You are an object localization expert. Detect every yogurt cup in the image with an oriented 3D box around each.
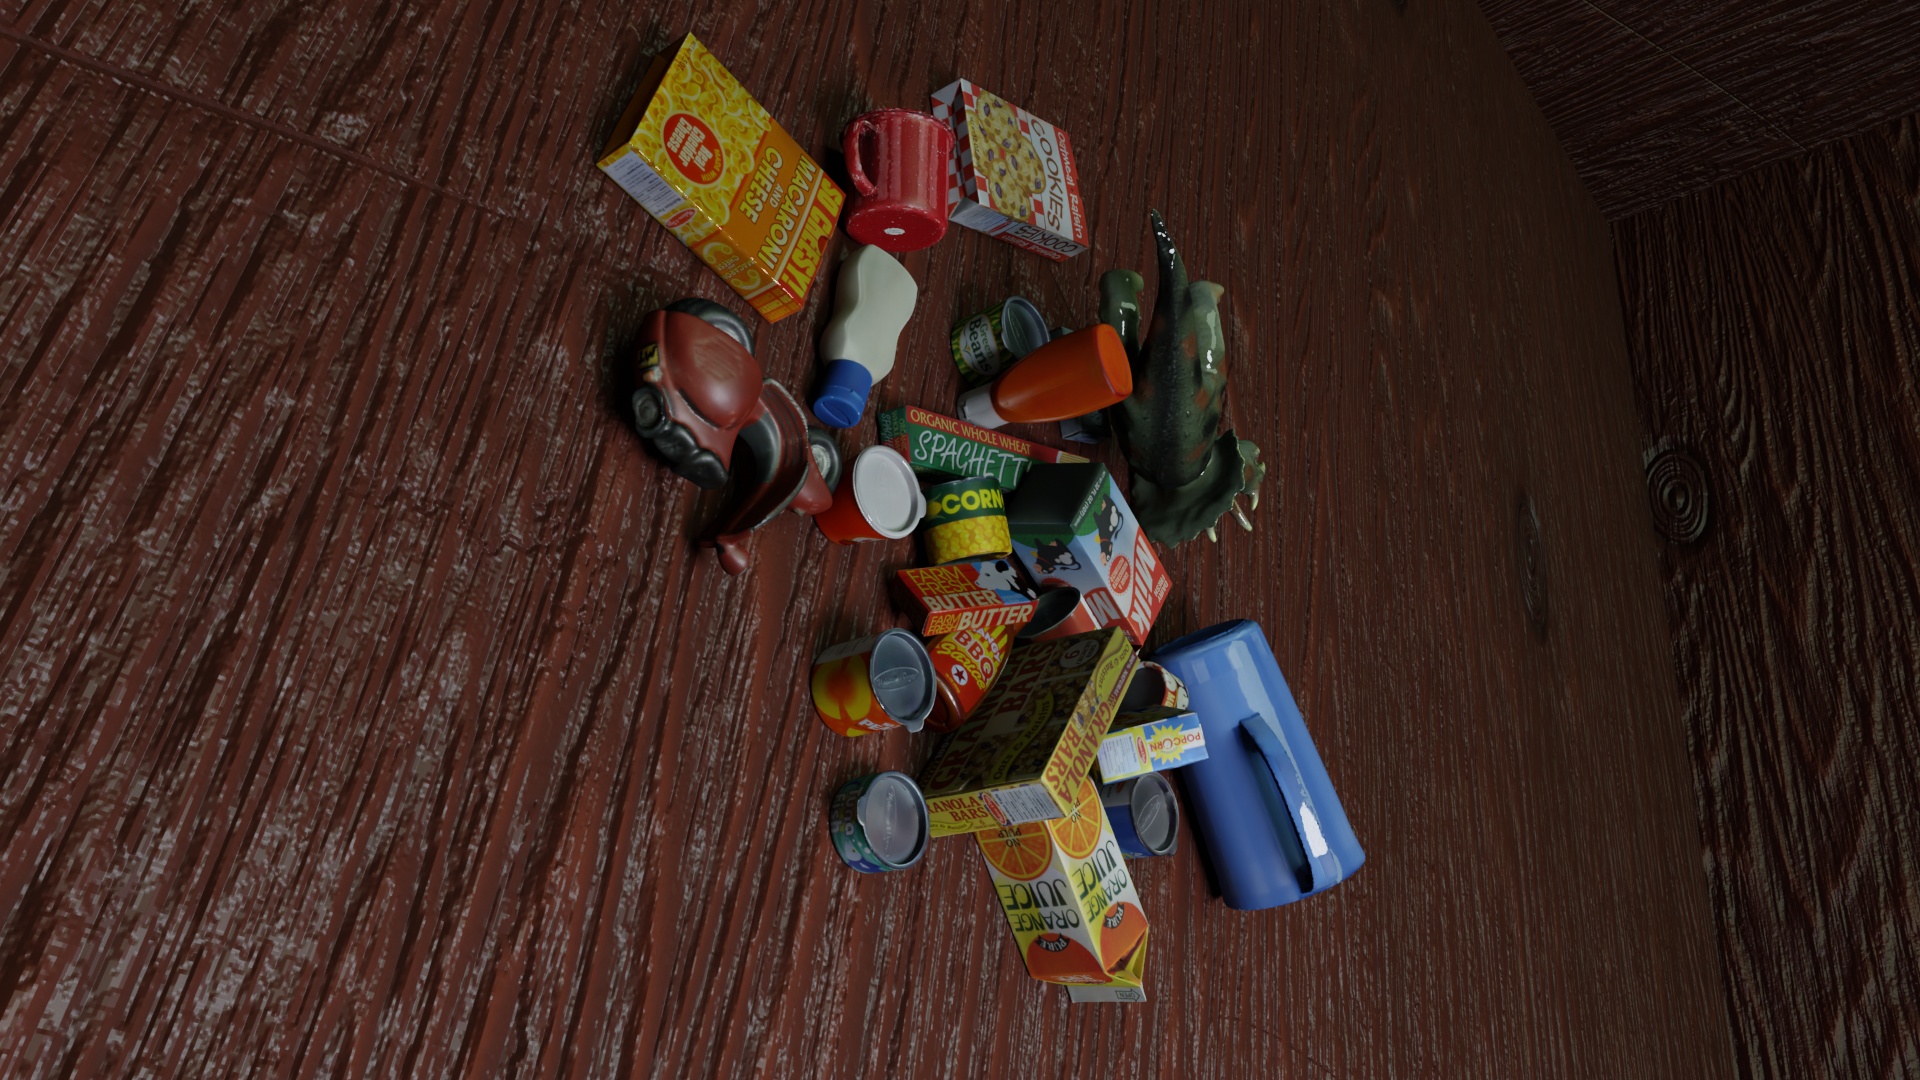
[{"bbox_3d":[-0.069,-0.029,0.991,0.072,0.054,0.072,24,58,-45],"label":"yogurt cup"}]

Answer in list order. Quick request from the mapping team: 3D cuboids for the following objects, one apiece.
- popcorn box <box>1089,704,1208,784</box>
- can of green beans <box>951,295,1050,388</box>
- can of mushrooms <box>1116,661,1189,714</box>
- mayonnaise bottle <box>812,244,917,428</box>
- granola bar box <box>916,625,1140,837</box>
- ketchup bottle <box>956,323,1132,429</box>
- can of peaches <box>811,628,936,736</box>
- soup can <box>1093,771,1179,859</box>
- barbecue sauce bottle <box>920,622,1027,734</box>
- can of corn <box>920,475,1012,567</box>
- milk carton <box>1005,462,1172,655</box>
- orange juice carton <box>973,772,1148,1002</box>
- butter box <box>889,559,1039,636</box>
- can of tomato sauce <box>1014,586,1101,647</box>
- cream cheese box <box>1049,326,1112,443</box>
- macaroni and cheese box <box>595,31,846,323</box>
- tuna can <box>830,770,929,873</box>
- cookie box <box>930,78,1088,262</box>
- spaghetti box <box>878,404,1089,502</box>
[{"bbox_3d":[0.134,0.159,1.093,0.085,0.126,0.038,-12,88,-8],"label":"popcorn box"},{"bbox_3d":[0.034,-0.166,1.174,0.071,0.057,0.071,24,58,-45],"label":"can of green beans"},{"bbox_3d":[0.163,0.141,1.200,0.033,0.071,0.071,35,51,-37],"label":"can of mushrooms"},{"bbox_3d":[-0.075,-0.152,1.046,0.064,0.041,0.149,40,49,-33],"label":"mayonnaise bottle"},{"bbox_3d":[0.048,0.137,1.013,0.039,0.124,0.166,57,40,-20],"label":"granola bar box"},{"bbox_3d":[0.064,-0.123,1.118,0.044,0.148,0.064,-15,89,-53],"label":"ketchup bottle"},{"bbox_3d":[-0.059,0.100,0.949,0.071,0.058,0.071,24,58,-45],"label":"can of peaches"},{"bbox_3d":[0.122,0.223,1.104,0.071,0.083,0.071,23,59,-45],"label":"soup can"},{"bbox_3d":[0.009,0.082,1.053,0.065,0.043,0.149,54,39,-6],"label":"barbecue sauce bottle"},{"bbox_3d":[0.004,-0.013,1.063,0.071,0.071,0.058,-1,77,-52],"label":"can of corn"},{"bbox_3d":[0.115,0.026,1.164,0.190,0.073,0.073,55,50,-35],"label":"milk carton"},{"bbox_3d":[0.078,0.260,1.044,0.073,0.071,0.192,-26,96,-52],"label":"orange juice carton"},{"bbox_3d":[0.003,0.042,1.037,0.104,0.024,0.053,-5,39,-36],"label":"butter box"},{"bbox_3d":[0.086,0.091,1.128,0.083,0.071,0.071,58,39,-20],"label":"can of tomato sauce"},{"bbox_3d":[0.110,-0.143,1.286,0.053,0.024,0.104,5,72,-50],"label":"cream cheese box"},{"bbox_3d":[-0.162,-0.253,0.979,0.166,0.040,0.124,41,48,-34],"label":"macaroni and cheese box"},{"bbox_3d":[-0.056,0.190,0.937,0.071,0.032,0.071,24,58,-45],"label":"tuna can"},{"bbox_3d":[0.048,-0.336,1.275,0.167,0.040,0.123,7,70,-50],"label":"cookie box"},{"bbox_3d":[0.028,-0.062,1.148,0.250,0.028,0.050,11,68,-49],"label":"spaghetti box"}]
